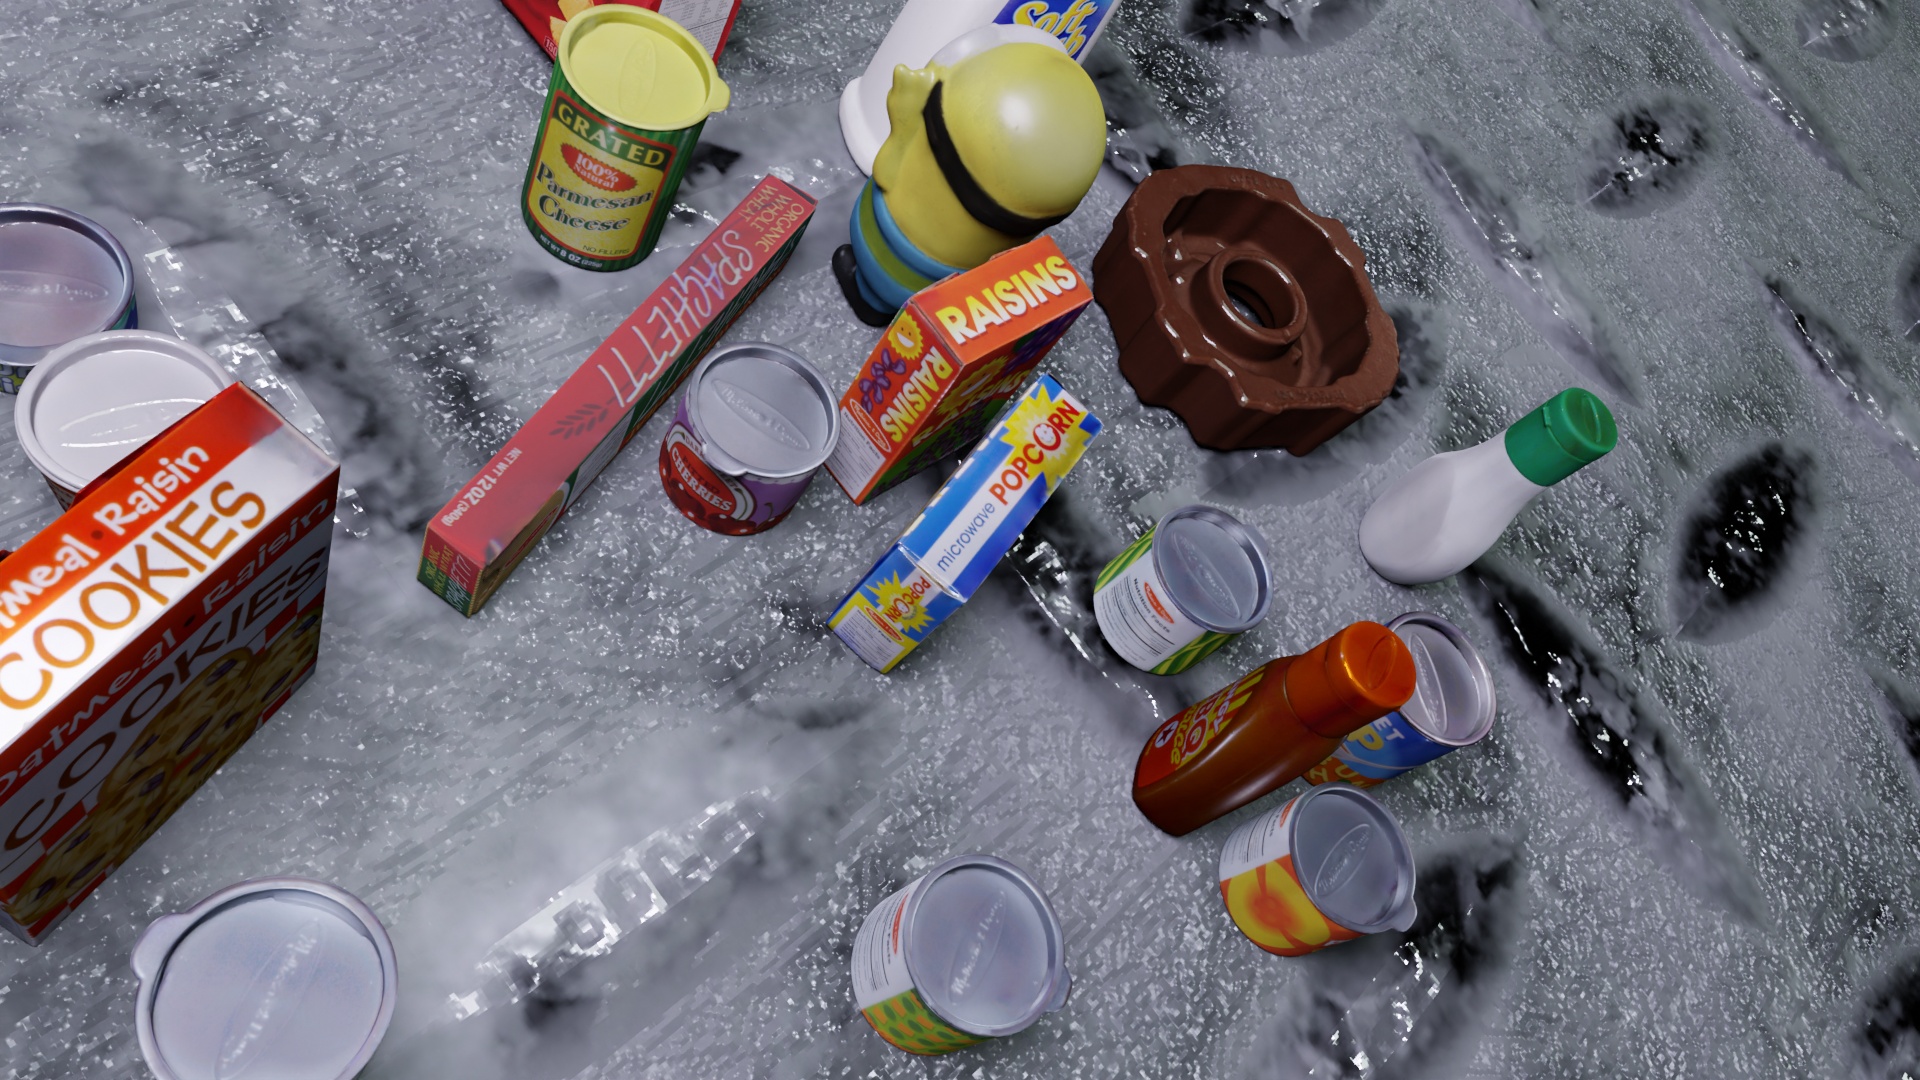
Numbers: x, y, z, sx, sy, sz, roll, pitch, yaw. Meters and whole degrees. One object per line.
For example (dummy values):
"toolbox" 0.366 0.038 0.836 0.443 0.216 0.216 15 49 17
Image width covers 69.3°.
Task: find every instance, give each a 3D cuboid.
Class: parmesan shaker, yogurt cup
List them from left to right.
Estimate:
"yogurt cup" -0.293 -0.033 0.495 0.072 0.053 0.073 12 59 -21
"parmesan shaker" -0.150 -0.173 0.614 0.071 0.102 0.071 12 59 -21

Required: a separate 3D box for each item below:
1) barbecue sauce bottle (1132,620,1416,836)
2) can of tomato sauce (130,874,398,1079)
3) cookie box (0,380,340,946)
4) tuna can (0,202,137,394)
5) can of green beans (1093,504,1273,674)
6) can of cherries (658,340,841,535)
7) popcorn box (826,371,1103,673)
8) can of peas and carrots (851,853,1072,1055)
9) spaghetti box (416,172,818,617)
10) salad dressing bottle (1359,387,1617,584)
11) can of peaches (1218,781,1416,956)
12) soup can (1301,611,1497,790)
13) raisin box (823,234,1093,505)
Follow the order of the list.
"barbecue sauce bottle" 0.132 0.079 0.592 0.043 0.148 0.065 40 54 -3
"can of tomato sauce" -0.212 0.144 0.422 0.071 0.082 0.071 12 59 -21
"cookie box" -0.246 0.042 0.408 0.040 0.166 0.123 38 54 -4
"tuna can" -0.342 -0.086 0.512 0.071 0.032 0.071 12 59 -21
"can of green beans" 0.106 0.025 0.665 0.071 0.057 0.071 12 59 -21
"can of cherries" -0.094 -0.042 0.599 0.071 0.058 0.072 12 59 -21
"popcorn box" 0.002 -0.008 0.613 0.038 0.085 0.127 41 53 -2
"can of peas and carrots" 0.000 0.162 0.536 0.071 0.058 0.071 12 59 -21
"spaghetti box" -0.139 -0.072 0.597 0.028 0.050 0.251 36 54 -5
"salad dressing bottle" 0.271 -0.027 0.721 0.044 0.147 0.064 17 58 -18
"can of peaches" 0.160 0.151 0.624 0.071 0.057 0.071 12 59 -21
"soup can" 0.200 0.080 0.667 0.071 0.083 0.071 12 59 -21
"raisin box" -0.006 -0.075 0.621 0.086 0.122 0.040 -31 81 -36
